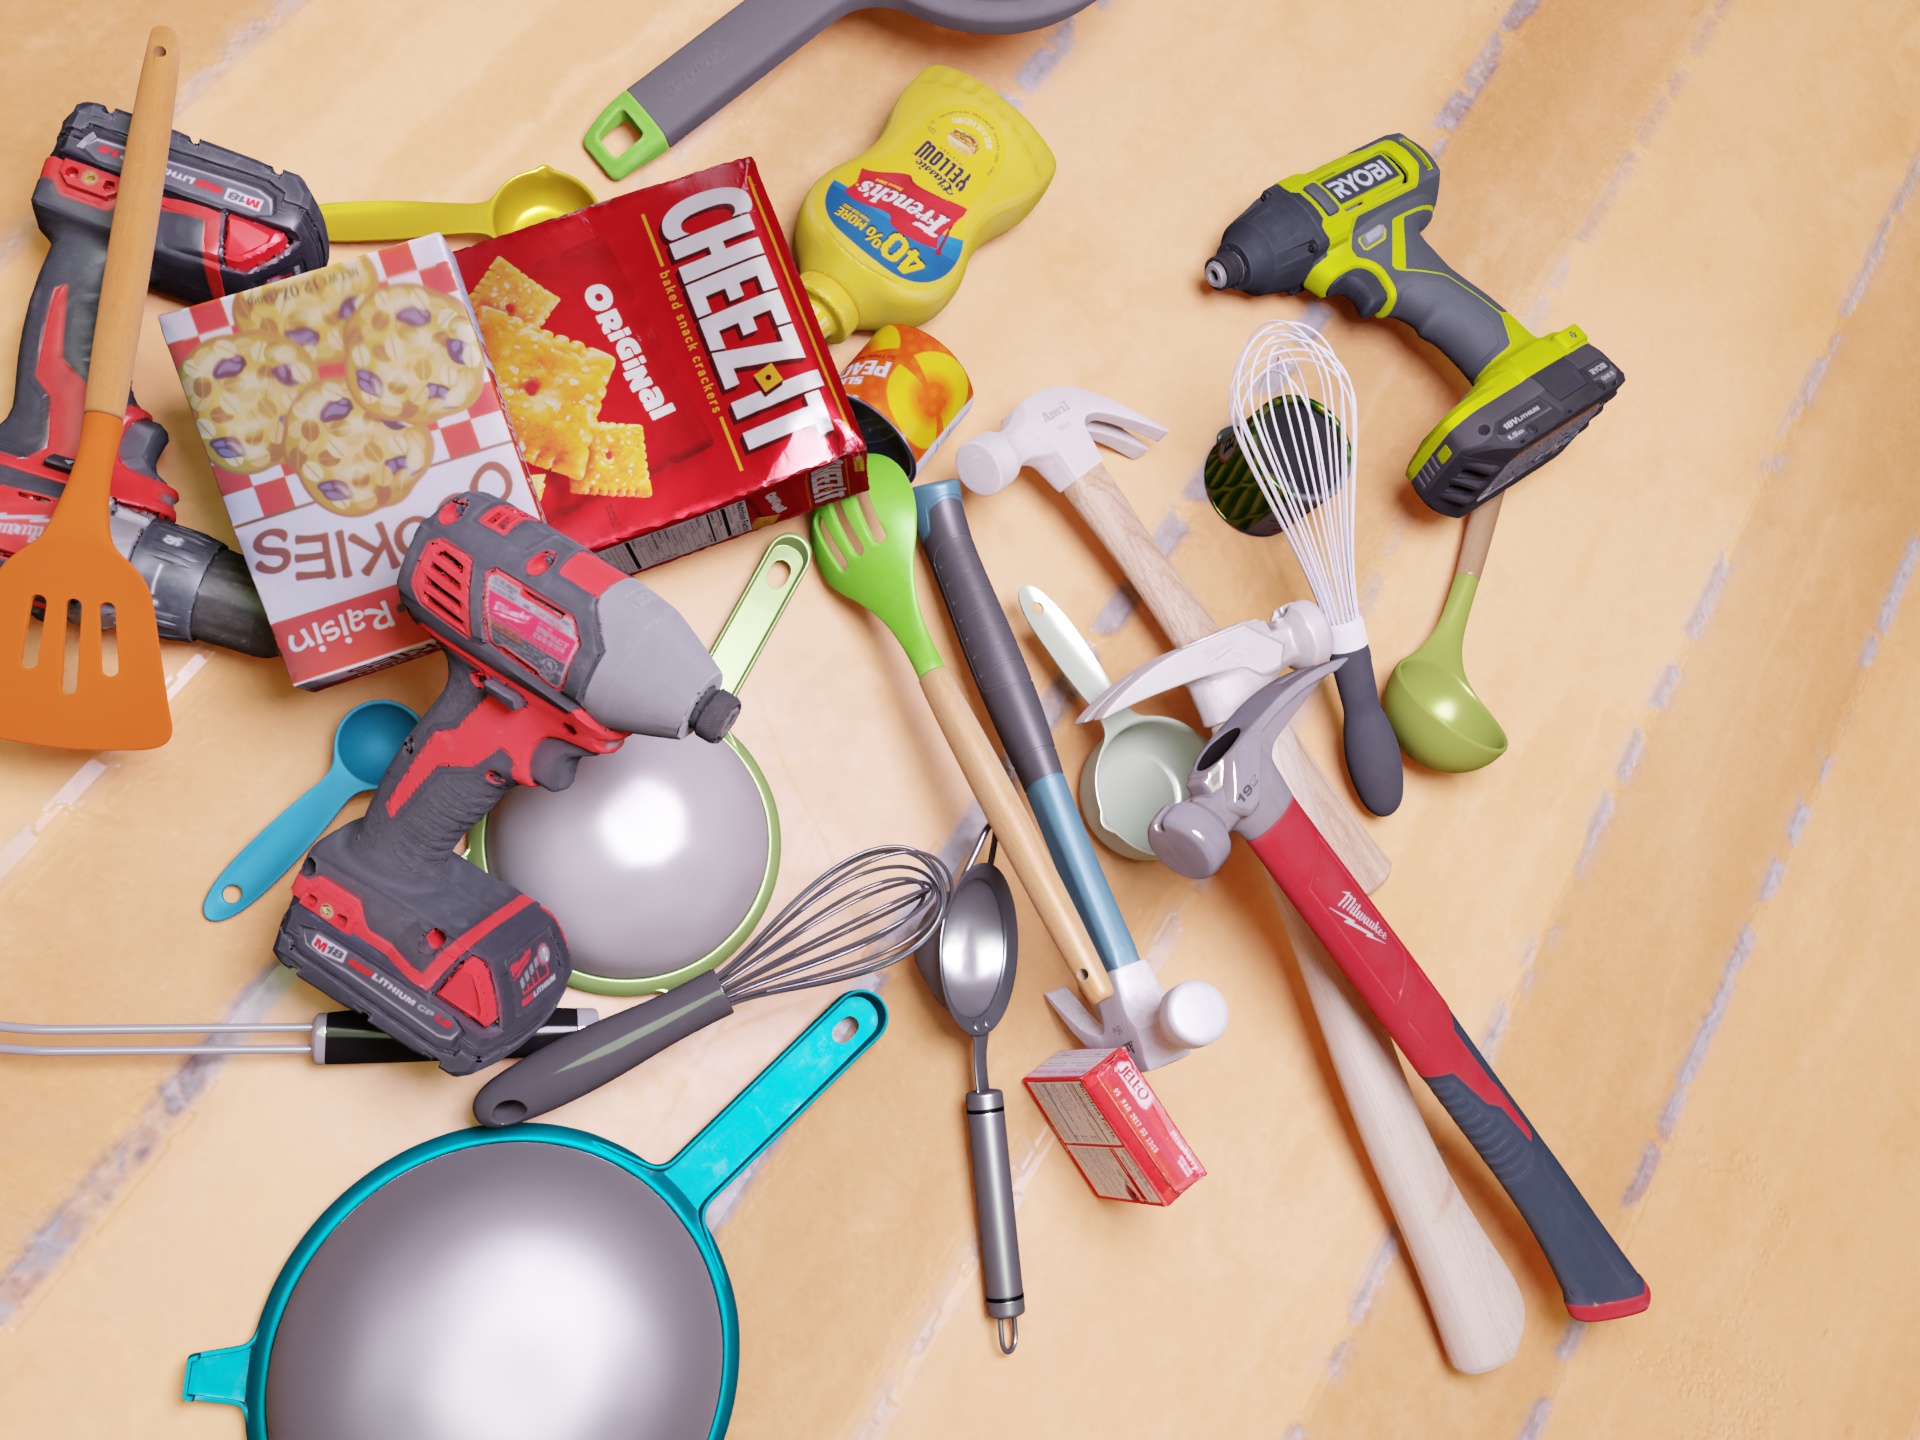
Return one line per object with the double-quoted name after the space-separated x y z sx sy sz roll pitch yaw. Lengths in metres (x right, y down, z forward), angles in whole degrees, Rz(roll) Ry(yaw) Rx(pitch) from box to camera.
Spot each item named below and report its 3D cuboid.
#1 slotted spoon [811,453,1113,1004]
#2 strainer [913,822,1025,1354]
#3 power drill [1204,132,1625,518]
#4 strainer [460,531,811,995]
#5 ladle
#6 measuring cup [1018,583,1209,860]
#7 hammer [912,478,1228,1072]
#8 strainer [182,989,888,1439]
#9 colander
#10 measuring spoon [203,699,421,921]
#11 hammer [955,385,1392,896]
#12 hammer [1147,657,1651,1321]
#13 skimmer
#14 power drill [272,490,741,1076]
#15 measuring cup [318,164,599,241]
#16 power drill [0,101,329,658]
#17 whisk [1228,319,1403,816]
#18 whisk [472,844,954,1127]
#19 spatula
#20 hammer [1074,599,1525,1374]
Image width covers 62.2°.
-0.001 -0.003 0.791 0.031 0.070 0.314 1 57 -57 "slotted spoon"
0.009 0.181 0.789 0.086 0.050 0.258 7 75 -62 "strainer"
0.264 -0.237 0.946 0.171 0.080 0.223 -31 74 -23 "power drill"
-0.131 0.008 0.770 0.151 0.069 0.256 30 71 -9 "strainer"
0.319 -0.111 0.958 0.078 0.062 0.320 28 67 -14 "ladle"
0.076 0.001 0.859 0.083 0.038 0.167 -32 86 -23 "measuring cup"
0.038 0.019 0.810 0.033 0.128 0.331 -14 72 -22 "hammer"
-0.147 0.238 0.693 0.340 0.095 0.211 -43 92 -21 "strainer"
-0.045 -0.425 0.910 0.397 0.094 0.204 -39 86 -5 "colander"
-0.299 0.043 0.738 0.042 0.021 0.128 43 77 -5 "measuring spoon"
0.135 -0.042 0.880 0.331 0.031 0.130 54 50 -4 "hammer"
0.247 0.151 0.810 0.143 0.038 0.386 -46 106 -30 "hammer"
-0.332 0.149 0.658 0.363 0.090 0.127 3 109 -20 "skimmer"
-0.186 0.030 0.661 0.143 0.078 0.219 31 111 5 "power drill"
-0.264 -0.252 0.821 0.156 0.029 0.062 -4 77 -9 "measuring cup"
-0.362 -0.145 0.732 0.187 0.080 0.227 18 74 -13 "power drill"
0.202 -0.077 0.864 0.070 0.070 0.284 -23 106 -22 "whisk"
-0.111 0.123 0.728 0.239 0.055 0.055 -26 86 -11 "whisk"
-0.364 -0.149 0.684 0.081 0.041 0.323 6 76 -16 "spatula"
0.194 0.150 0.831 0.146 0.038 0.410 -22 92 -22 "hammer"
